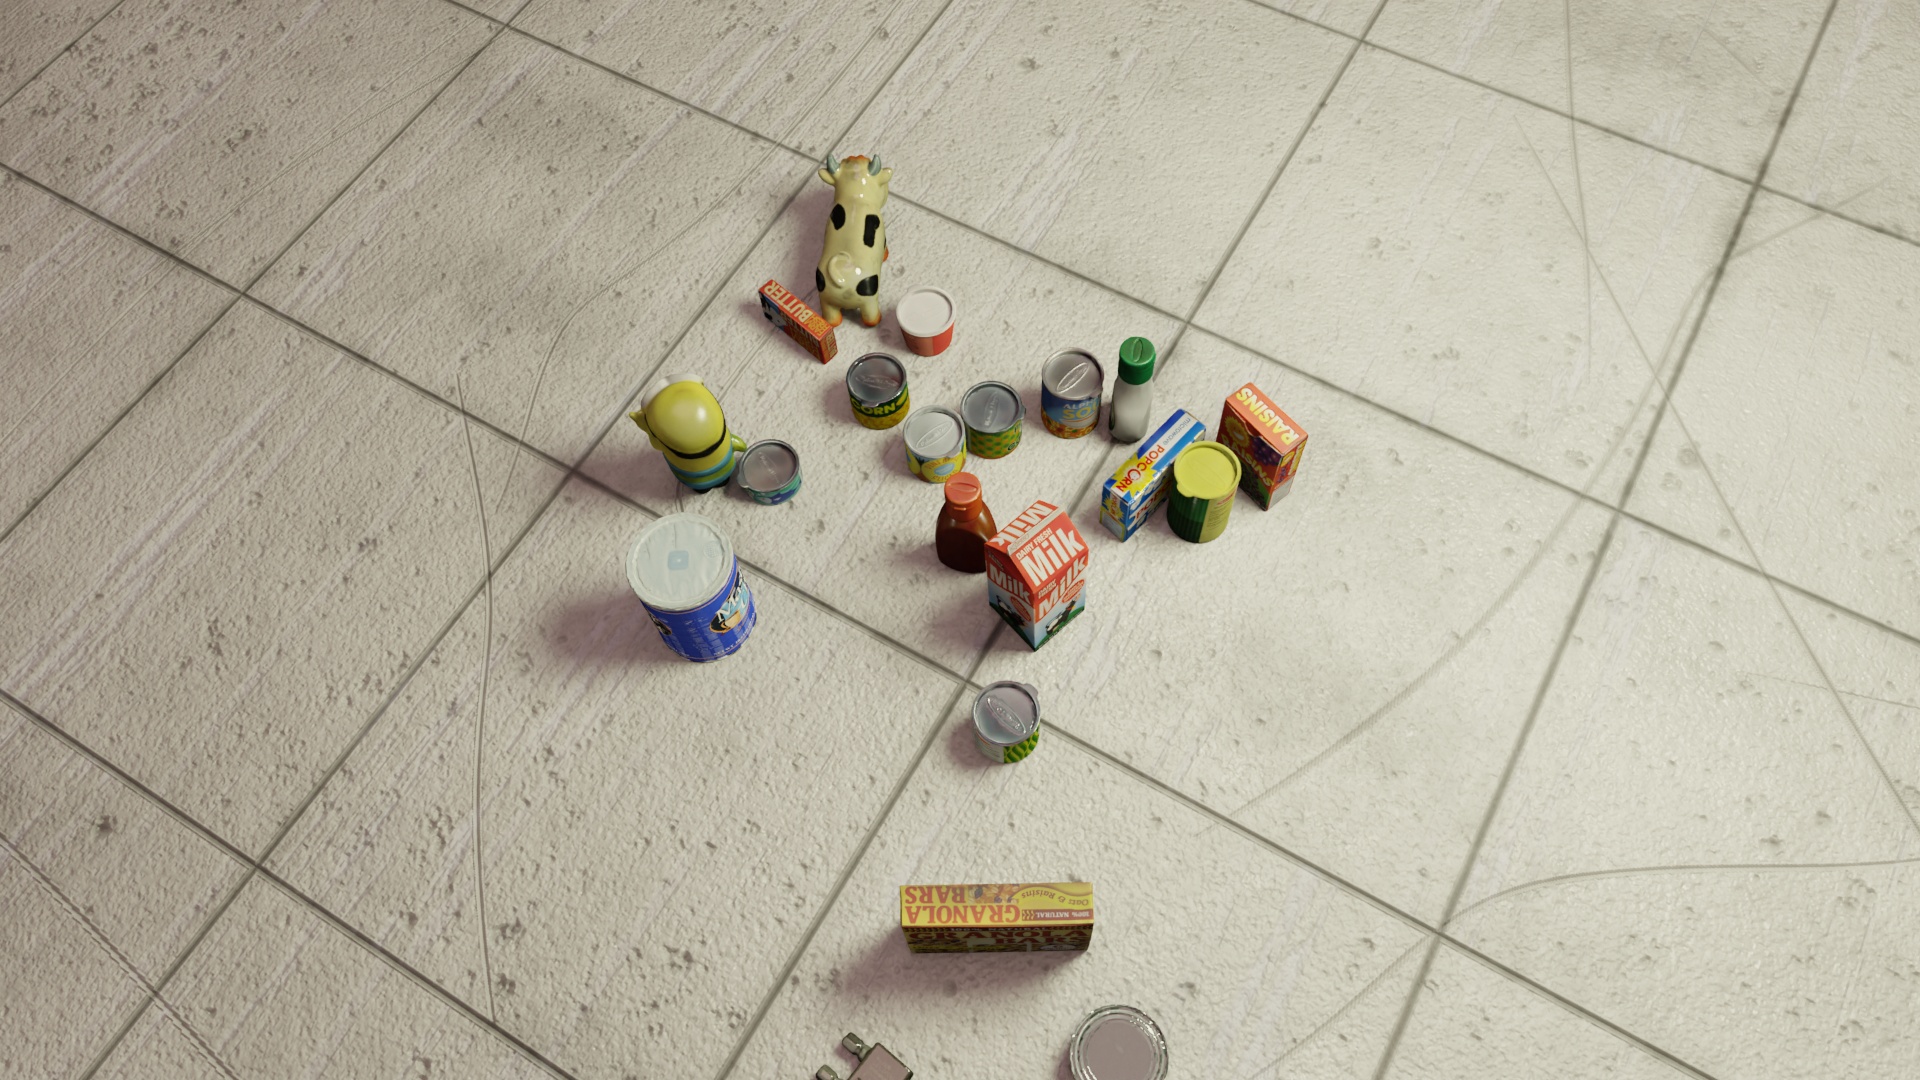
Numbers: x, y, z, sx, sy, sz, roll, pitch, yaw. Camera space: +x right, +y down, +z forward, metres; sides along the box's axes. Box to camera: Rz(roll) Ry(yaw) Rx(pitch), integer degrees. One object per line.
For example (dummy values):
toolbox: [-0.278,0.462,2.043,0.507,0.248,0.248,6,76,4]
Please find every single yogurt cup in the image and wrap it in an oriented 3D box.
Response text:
yogurt cup: [-0.038,-0.244,1.566,0.072,0.053,0.072,-1,63,2]

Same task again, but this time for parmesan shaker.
parmesan shaker: [0.246,-0.047,1.426,0.071,0.102,0.071,-1,63,2]

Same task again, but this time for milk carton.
milk carton: [0.074,0.028,1.346,0.072,0.189,0.073,-39,68,-15]

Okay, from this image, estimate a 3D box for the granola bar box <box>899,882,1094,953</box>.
granola bar box: [0.033,0.335,1.228,0.166,0.123,0.039,-1,63,2]

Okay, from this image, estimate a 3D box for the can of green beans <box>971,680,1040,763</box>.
can of green beans: [0.044,0.176,1.346,0.071,0.057,0.071,-1,63,2]

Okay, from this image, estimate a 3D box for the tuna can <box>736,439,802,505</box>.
tuna can: [-0.206,-0.072,1.497,0.071,0.032,0.071,-1,63,2]

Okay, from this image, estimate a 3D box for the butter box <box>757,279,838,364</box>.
butter box: [-0.184,-0.248,1.575,0.103,0.053,0.024,40,71,20]

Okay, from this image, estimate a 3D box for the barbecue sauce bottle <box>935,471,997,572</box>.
barbecue sauce bottle: [0.005,-0.018,1.396,0.065,0.148,0.044,9,64,7]

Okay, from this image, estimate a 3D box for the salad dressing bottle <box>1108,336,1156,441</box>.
salad dressing bottle: [0.181,-0.159,1.461,0.044,0.147,0.064,10,64,7]

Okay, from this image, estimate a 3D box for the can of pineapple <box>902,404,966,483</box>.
can of pineapple: [-0.026,-0.101,1.491,0.071,0.057,0.071,-1,63,2]

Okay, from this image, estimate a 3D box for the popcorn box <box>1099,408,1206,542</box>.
popcorn box: [0.200,-0.068,1.449,0.038,0.085,0.127,39,71,19]

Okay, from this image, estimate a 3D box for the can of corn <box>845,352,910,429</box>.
can of corn: [-0.090,-0.161,1.524,0.071,0.058,0.071,-1,63,2]

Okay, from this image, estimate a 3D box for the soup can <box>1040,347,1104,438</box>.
soup can: [0.122,-0.156,1.498,0.071,0.083,0.071,-1,63,2]

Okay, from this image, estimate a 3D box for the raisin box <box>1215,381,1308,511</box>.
raisin box: [0.307,-0.096,1.437,0.040,0.123,0.086,-35,67,-14]

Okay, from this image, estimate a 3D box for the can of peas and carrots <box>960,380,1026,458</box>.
can of peas and carrots: [0.036,-0.130,1.502,0.071,0.058,0.071,-1,63,2]
